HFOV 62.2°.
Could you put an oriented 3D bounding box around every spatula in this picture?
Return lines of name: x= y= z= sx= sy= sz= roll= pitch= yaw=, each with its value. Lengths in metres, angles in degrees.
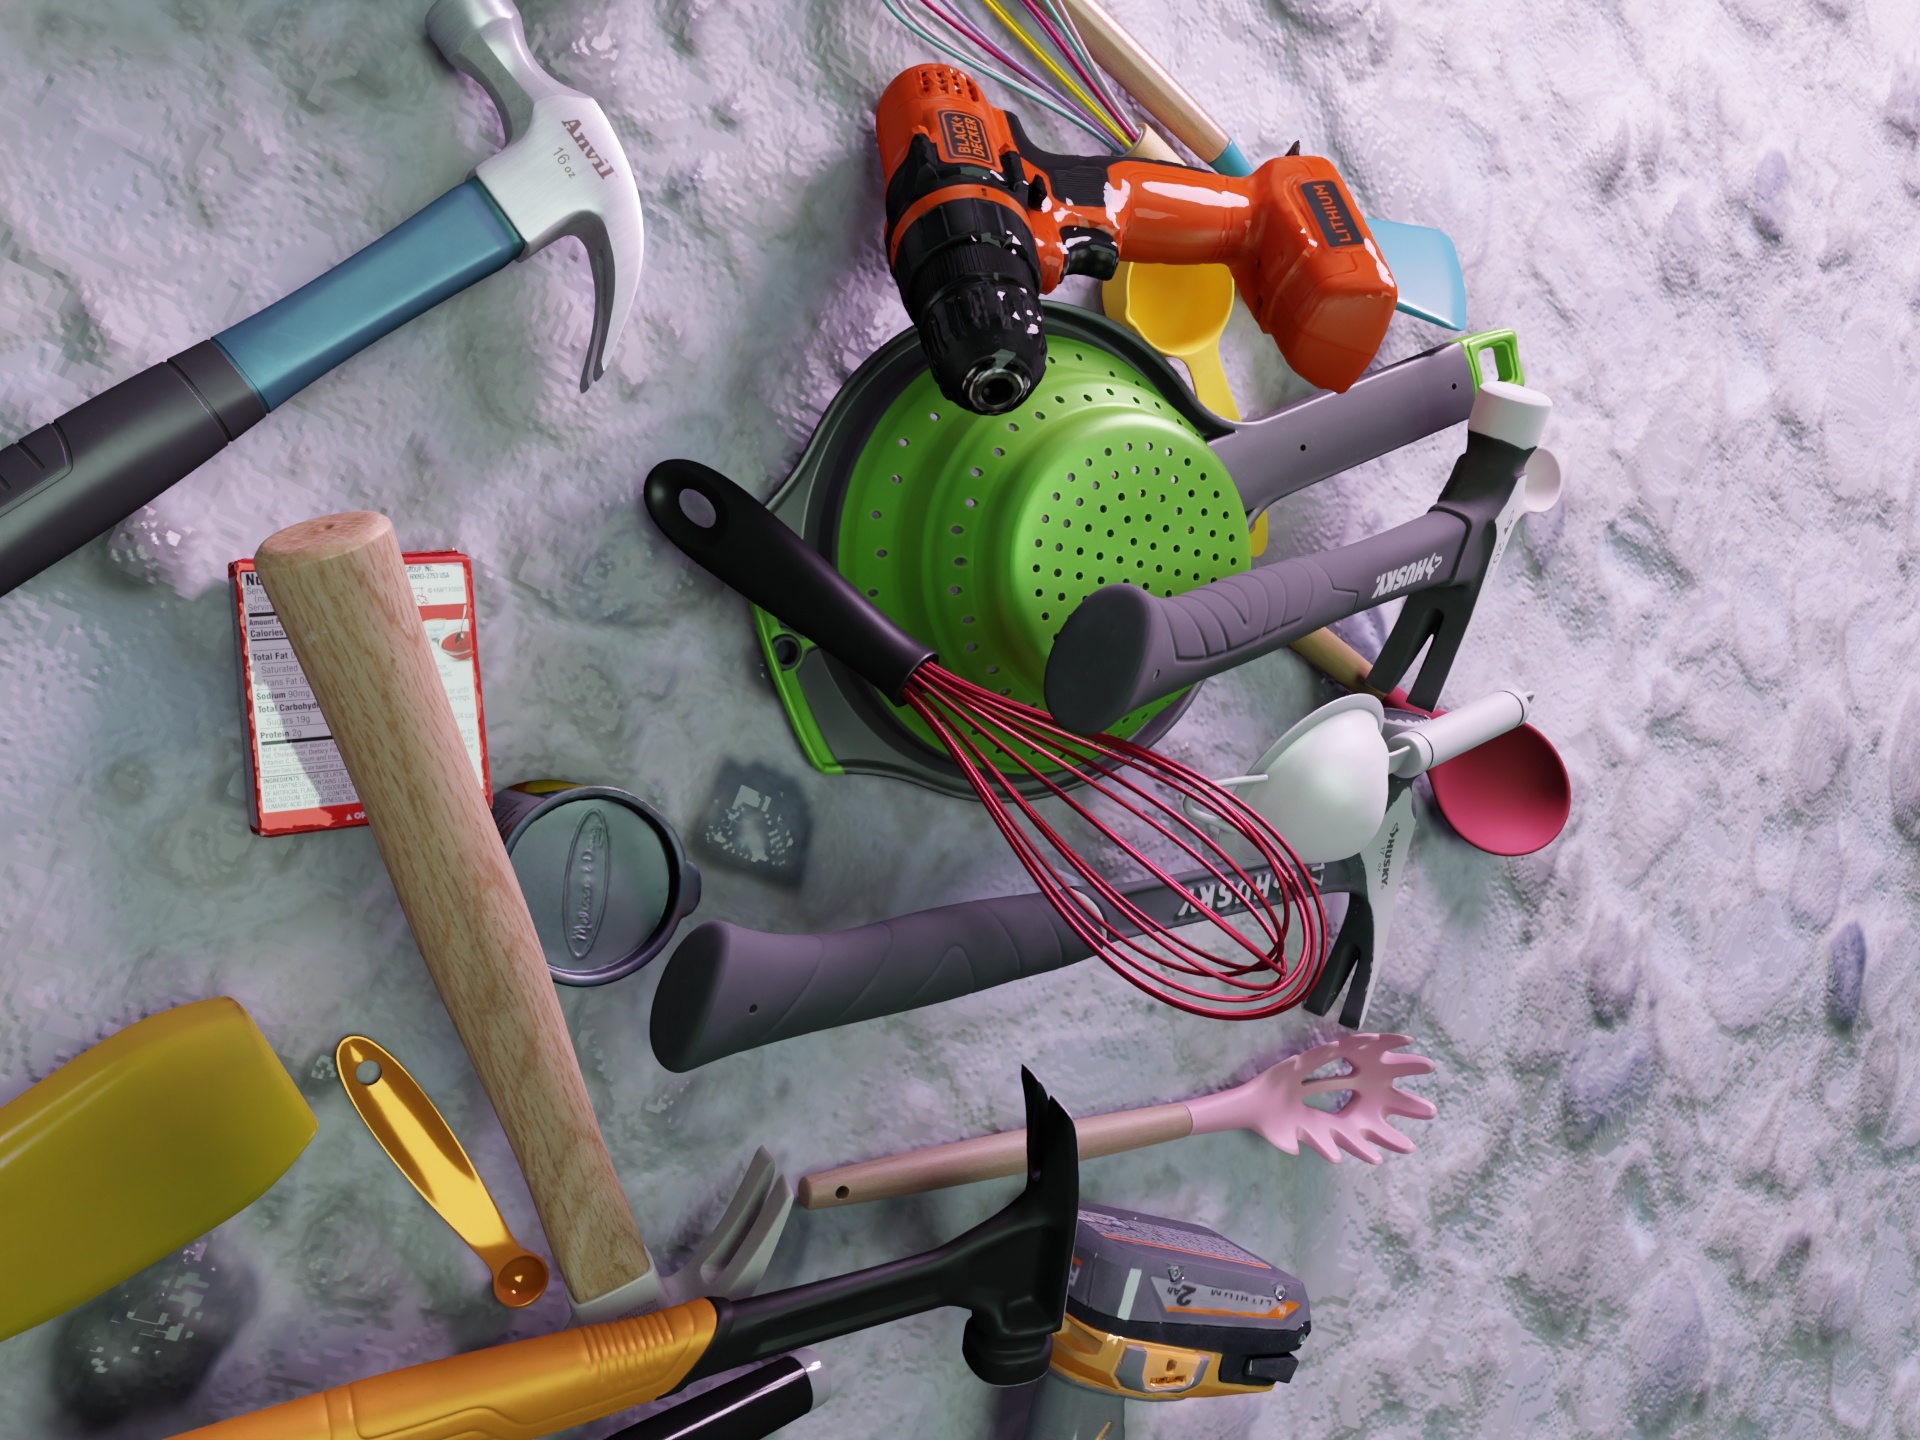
spatula: x=0.102 y=-0.273 z=0.691 sx=0.317 sy=0.044 sz=0.082 roll=34 pitch=44 yaw=-25

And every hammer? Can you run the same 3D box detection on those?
hammer: x=-0.137 y=0.092 z=0.491 sx=0.130 sy=0.031 sz=0.331 roll=-22 pitch=121 yaw=-20
hammer: x=0.136 y=-0.045 z=0.604 sx=0.334 sy=0.035 sz=0.146 roll=-20 pitch=130 yaw=-50
hammer: x=-0.111 y=0.205 z=0.517 sx=0.336 sy=0.034 sz=0.127 roll=-7 pitch=116 yaw=-27
hammer: x=0.059 y=0.080 z=0.619 sx=0.408 sy=0.036 sz=0.149 roll=-5 pitch=105 yaw=-43
hammer: x=-0.236 y=-0.100 z=0.491 sx=0.331 sy=0.033 sz=0.128 roll=-42 pitch=105 yaw=-23

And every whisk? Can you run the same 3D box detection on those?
whisk: x=0.056 y=-0.253 z=0.665 sx=0.244 sy=0.047 sz=0.051 roll=34 pitch=85 yaw=-31
whisk: x=-0.001 y=-0.002 z=0.544 sx=0.296 sy=0.073 sz=0.073 roll=38 pitch=67 yaw=15

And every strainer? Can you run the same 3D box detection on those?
strainer: x=0.186 y=0.016 z=0.666 sx=0.258 sy=0.050 sz=0.086 roll=-17 pitch=139 yaw=-45

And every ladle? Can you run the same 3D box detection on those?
ladle: x=0.182 y=-0.025 z=0.754 sx=0.315 sy=0.031 sz=0.069 roll=33 pitch=81 yaw=-26

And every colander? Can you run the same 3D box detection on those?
colander: x=0.112 y=-0.093 z=0.646 sx=0.397 sy=0.094 sz=0.204 roll=-24 pitch=107 yaw=-23

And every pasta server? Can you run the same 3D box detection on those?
pasta server: x=0.079 y=0.179 z=0.689 sx=0.316 sy=0.040 sz=0.060 roll=-2 pitch=91 yaw=-30

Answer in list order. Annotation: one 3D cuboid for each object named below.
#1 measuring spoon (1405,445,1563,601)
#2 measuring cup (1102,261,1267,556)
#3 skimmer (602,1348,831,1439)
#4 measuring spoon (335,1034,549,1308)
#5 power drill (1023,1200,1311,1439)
measuring spoon: x=0.263 y=-0.095 z=0.813 sx=0.124 sy=0.018 sz=0.034 roll=-43 pitch=112 yaw=-16
measuring cup: x=0.105 y=-0.144 z=0.709 sx=0.062 sy=0.029 sz=0.156 roll=-31 pitch=115 yaw=-21
skimmer: x=-0.194 y=0.306 z=0.507 sx=0.363 sy=0.127 sz=0.090 roll=-11 pitch=120 yaw=-42
measuring spoon: x=-0.179 y=0.155 z=0.549 sx=0.021 sy=0.011 sz=0.117 roll=-37 pitch=105 yaw=-24
power drill: x=0.072 y=0.330 z=0.665 sx=0.185 sy=0.084 sz=0.226 roll=21 pitch=84 yaw=-30
